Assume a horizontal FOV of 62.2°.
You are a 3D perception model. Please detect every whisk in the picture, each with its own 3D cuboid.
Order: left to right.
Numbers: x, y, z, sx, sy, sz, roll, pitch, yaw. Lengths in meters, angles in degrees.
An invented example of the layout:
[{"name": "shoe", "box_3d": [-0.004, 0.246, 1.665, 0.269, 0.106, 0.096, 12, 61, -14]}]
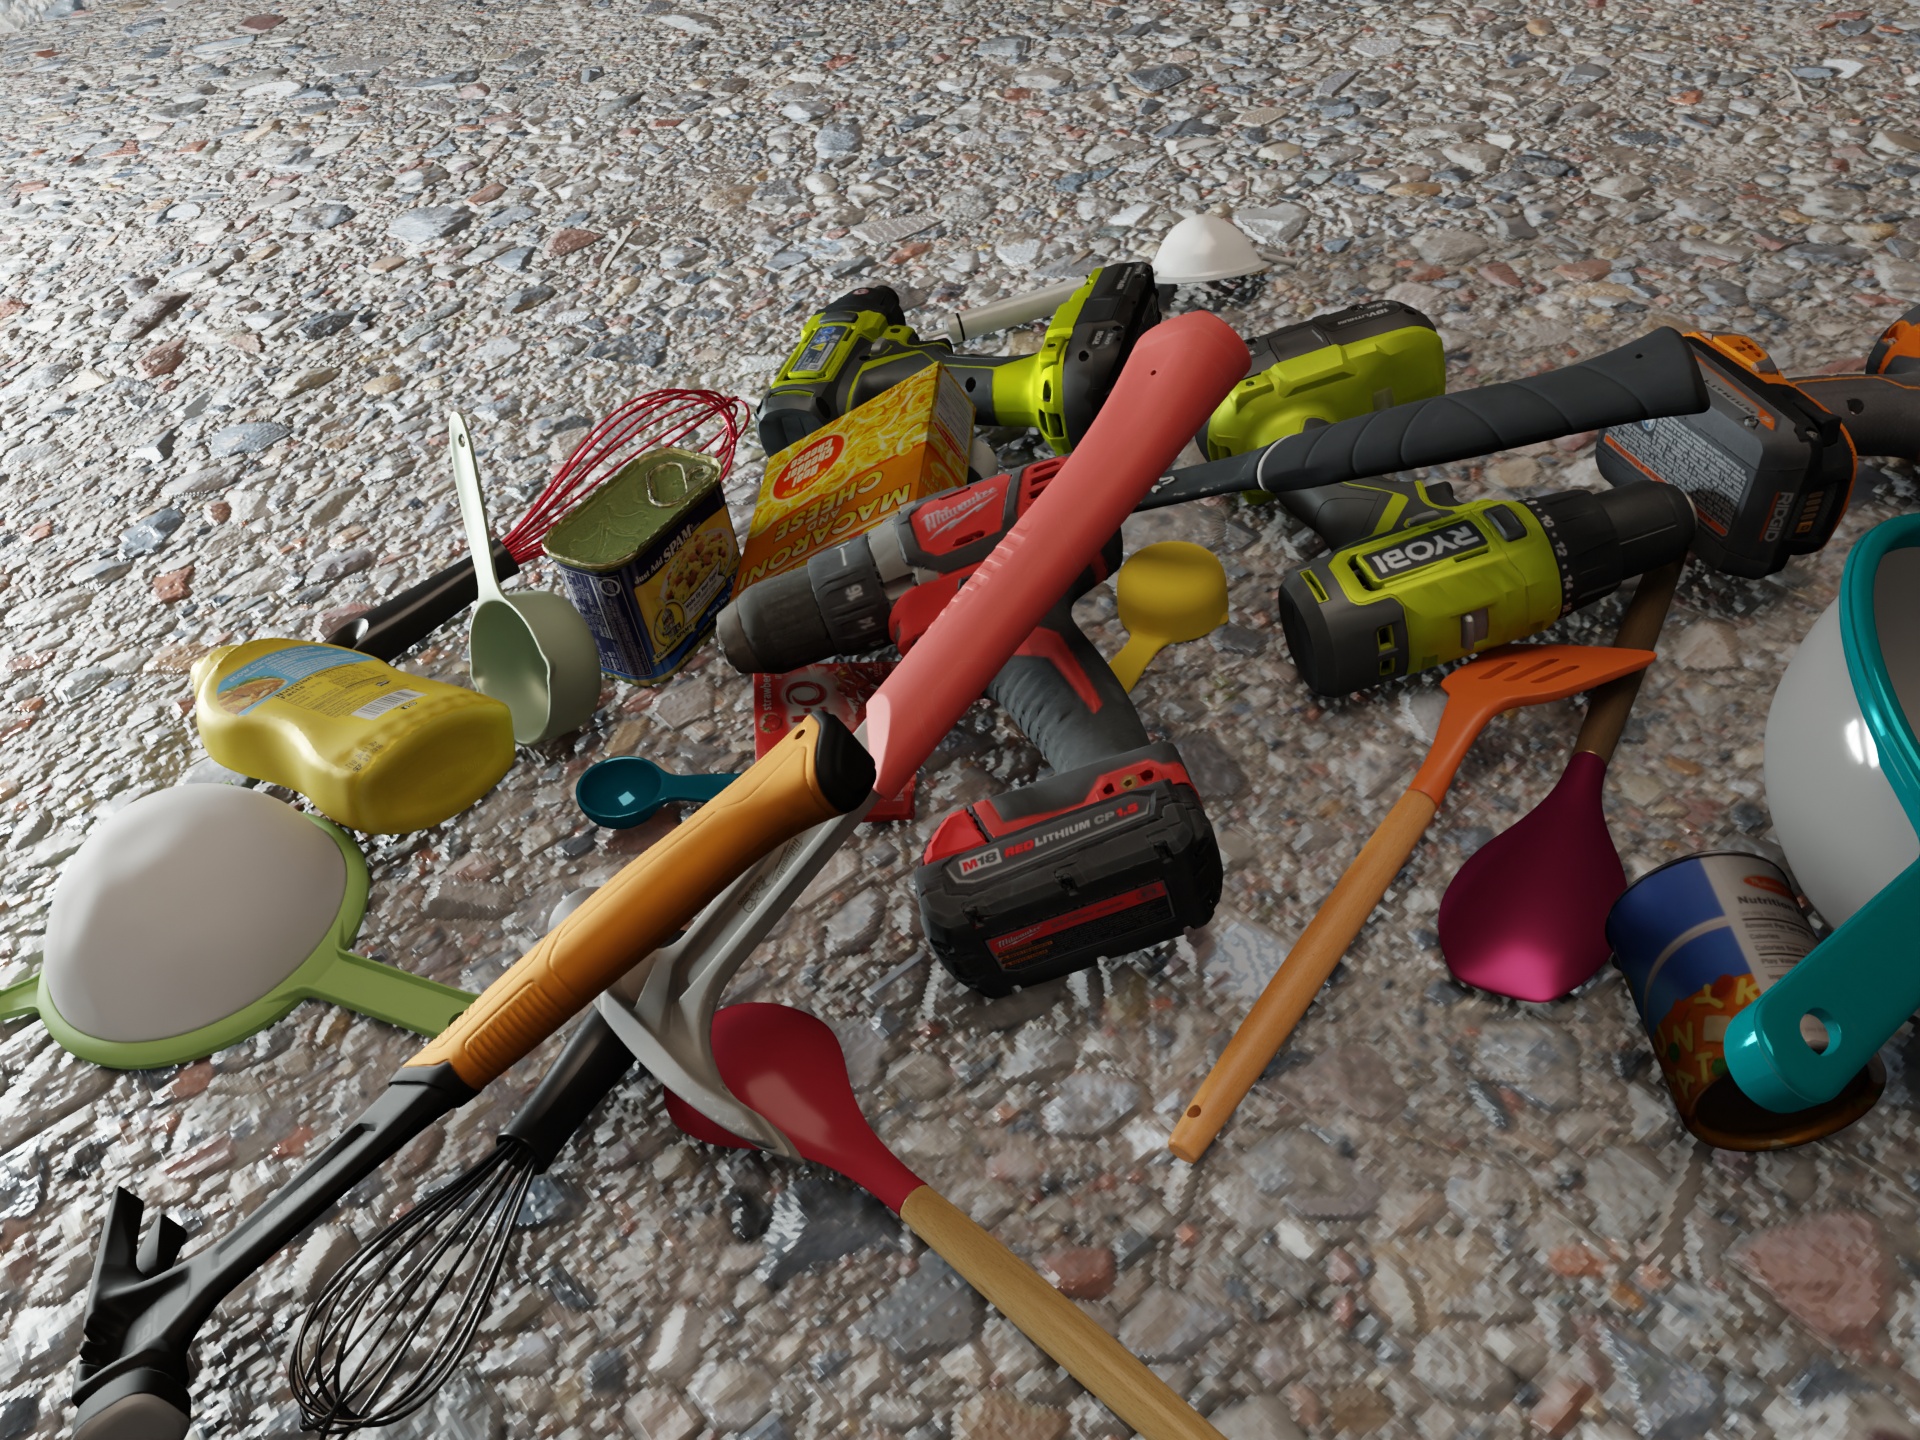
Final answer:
[{"name": "whisk", "box_3d": [-0.164, 0.165, 0.600, 0.055, 0.055, 0.239, 10, 41, 22]}, {"name": "whisk", "box_3d": [-0.242, -0.105, 0.908, 0.296, 0.073, 0.073, -37, 47, -17]}]

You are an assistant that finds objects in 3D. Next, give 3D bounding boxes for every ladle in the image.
[{"name": "ladle", "box_3d": [0.001, 0.185, 0.554, 0.316, 0.031, 0.069, 31, 55, 35]}]

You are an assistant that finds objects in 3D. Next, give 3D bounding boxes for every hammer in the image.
[{"name": "hammer", "box_3d": [-0.169, 0.111, 0.568, 0.337, 0.034, 0.127, -40, 30, -4]}, {"name": "hammer", "box_3d": [-0.002, -0.012, 0.609, 0.149, 0.036, 0.359, 34, 80, 39]}, {"name": "hammer", "box_3d": [0.131, -0.115, 0.749, 0.409, 0.036, 0.149, -8, 44, 36]}]

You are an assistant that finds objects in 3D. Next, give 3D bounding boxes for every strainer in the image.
[{"name": "strainer", "box_3d": [-0.305, 0.087, 0.694, 0.256, 0.069, 0.151, 12, 46, 26]}, {"name": "strainer", "box_3d": [0.097, -0.291, 1.053, 0.258, 0.050, 0.087, -17, 26, -2]}, {"name": "strainer", "box_3d": [0.313, 0.056, 0.525, 0.340, 0.095, 0.211, -22, 72, -36]}]

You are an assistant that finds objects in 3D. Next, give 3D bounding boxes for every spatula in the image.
[{"name": "spatula", "box_3d": [0.181, 0.057, 0.652, 0.081, 0.041, 0.323, 7, 47, 49]}]

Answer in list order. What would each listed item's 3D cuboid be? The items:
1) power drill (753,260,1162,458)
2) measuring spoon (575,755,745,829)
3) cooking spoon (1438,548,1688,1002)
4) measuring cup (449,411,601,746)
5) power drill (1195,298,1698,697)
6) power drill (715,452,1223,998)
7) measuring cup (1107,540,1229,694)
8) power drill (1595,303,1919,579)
[{"name": "power drill", "box_3d": [0.005, -0.219, 0.965, 0.223, 0.080, 0.171, 3, 44, 20]}, {"name": "measuring spoon", "box_3d": [-0.116, 0.039, 0.752, 0.128, 0.021, 0.042, 2, 41, 0]}, {"name": "cooking spoon", "box_3d": [0.282, 0.002, 0.700, 0.069, 0.017, 0.319, 13, 46, 29]}, {"name": "measuring cup", "box_3d": [-0.220, -0.072, 0.793, 0.038, 0.167, 0.083, -17, 8, -42]}, {"name": "power drill", "box_3d": [0.229, -0.119, 0.798, 0.190, 0.080, 0.229, -18, 43, -1]}, {"name": "power drill", "box_3d": [-0.001, -0.002, 0.677, 0.188, 0.080, 0.227, -19, 56, 4]}, {"name": "measuring cup", "box_3d": [0.082, -0.038, 0.779, 0.062, 0.029, 0.156, 17, 47, 28]}, {"name": "power drill", "box_3d": [0.448, -0.134, 0.762, 0.226, 0.084, 0.164, -11, 40, -13]}]
